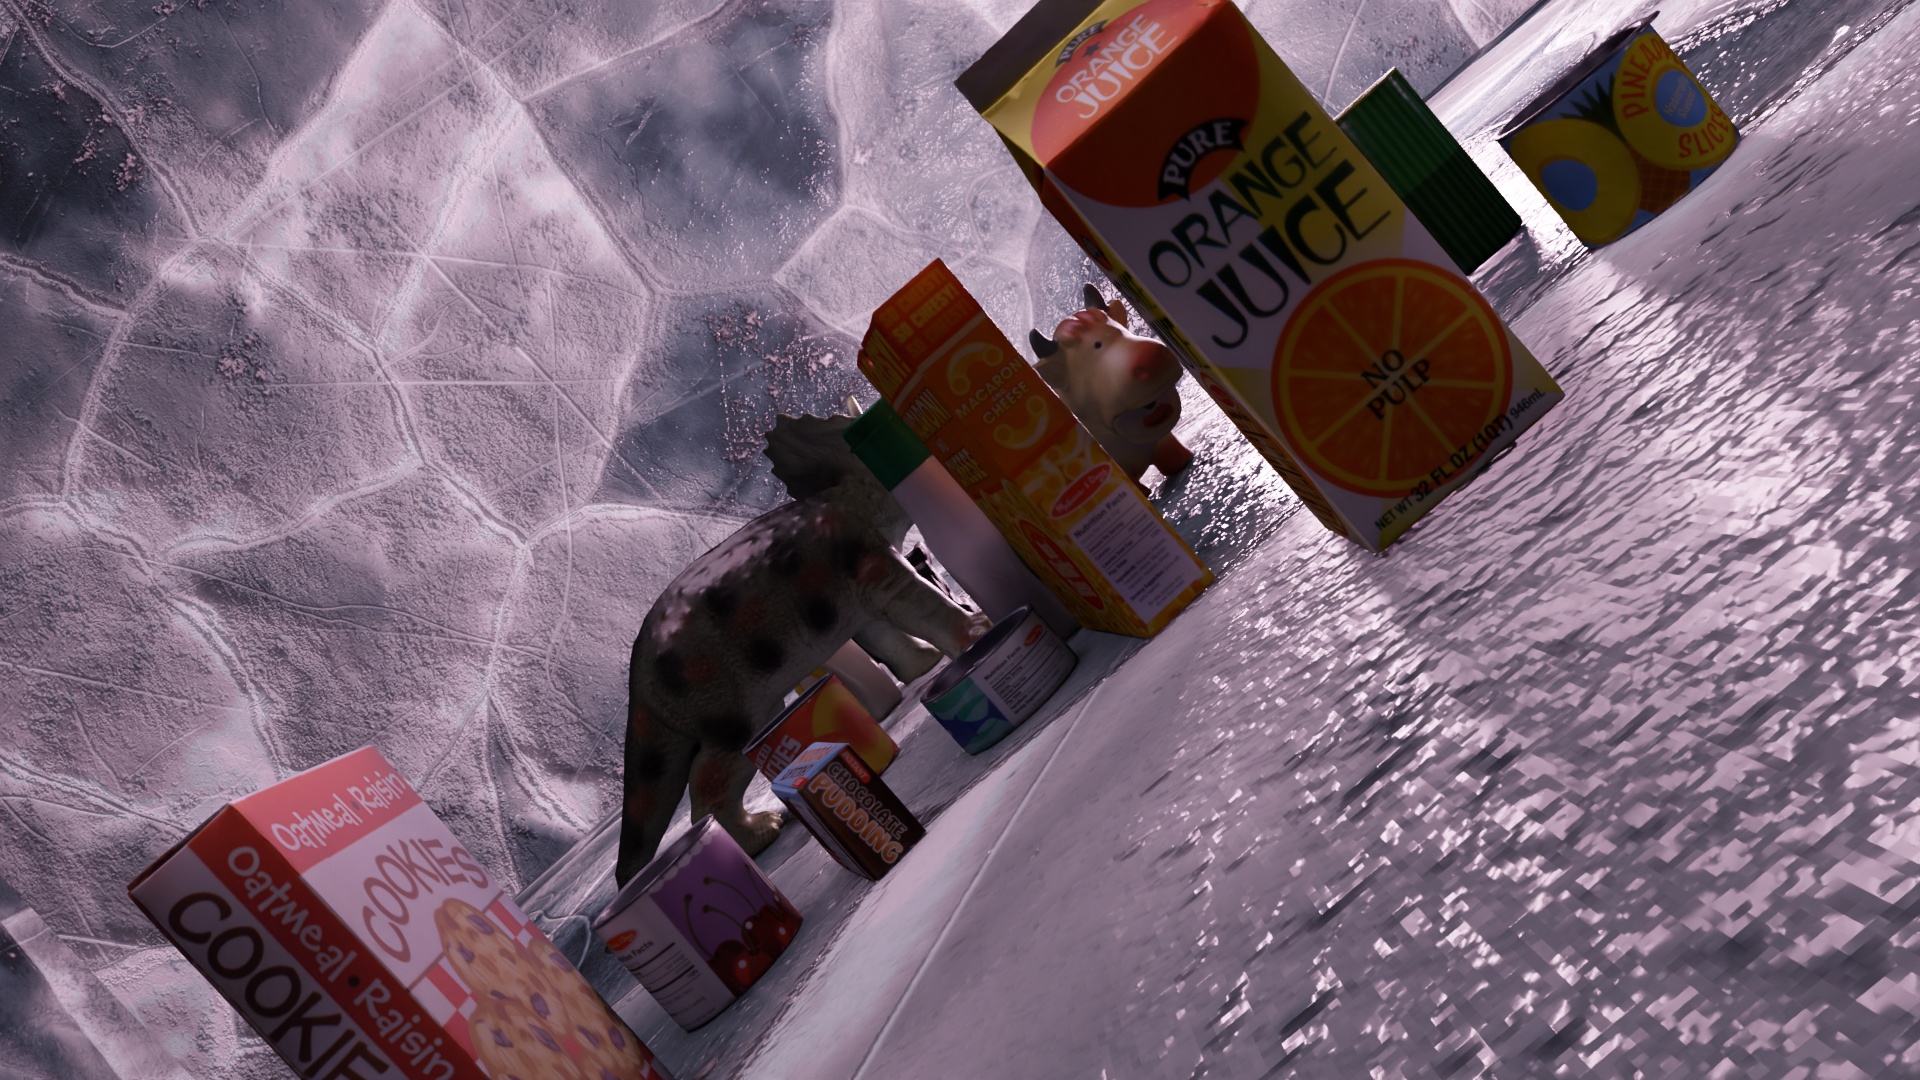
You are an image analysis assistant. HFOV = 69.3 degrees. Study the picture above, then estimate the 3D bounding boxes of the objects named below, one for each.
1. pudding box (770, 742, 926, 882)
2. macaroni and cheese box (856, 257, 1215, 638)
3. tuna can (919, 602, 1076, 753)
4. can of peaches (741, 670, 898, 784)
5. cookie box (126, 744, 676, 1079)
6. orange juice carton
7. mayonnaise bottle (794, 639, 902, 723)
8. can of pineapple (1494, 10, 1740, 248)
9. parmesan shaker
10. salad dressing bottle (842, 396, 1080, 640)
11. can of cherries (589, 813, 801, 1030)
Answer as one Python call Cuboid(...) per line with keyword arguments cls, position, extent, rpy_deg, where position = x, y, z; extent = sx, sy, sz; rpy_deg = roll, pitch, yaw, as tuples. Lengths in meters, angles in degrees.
Cuboid(cls="pudding box", position=(-0.049, 0.111, 0.576), extent=(0.030, 0.049, 0.083), rpy_deg=(-42, 3, -17))
Cuboid(cls="macaroni and cheese box", position=(0.025, -0.033, 0.595), extent=(0.040, 0.166, 0.123), rpy_deg=(-42, 3, -7))
Cuboid(cls="tuna can", position=(0.016, 0.062, 0.615), extent=(0.071, 0.033, 0.071), rpy_deg=(-41, 3, 3))
Cuboid(cls="can of peaches", position=(-0.077, 0.116, 0.761), extent=(0.071, 0.058, 0.071), rpy_deg=(-41, 3, 3))
Cuboid(cls="cookie box", position=(-0.166, 0.145, 0.440), extent=(0.040, 0.167, 0.123), rpy_deg=(-42, 3, -5))
Cuboid(cls="orange juice carton", position=(0.086, -0.092, 0.429), extent=(0.072, 0.192, 0.073), rpy_deg=(-41, 3, 6))
Cuboid(cls="mayonnaise bottle", position=(-0.108, 0.069, 0.941), extent=(0.064, 0.148, 0.041), rpy_deg=(-39, 4, 43))
Cuboid(cls="can of pineapple", position=(0.250, -0.154, 0.528), extent=(0.071, 0.058, 0.071), rpy_deg=(-41, 3, 3))
Cuboid(cls="parmesan shaker", position=(0.231, -0.182, 0.715), extent=(0.071, 0.103, 0.071), rpy_deg=(-41, 3, 3))
Cuboid(cls="salad dressing bottle", position=(0.002, -0.009, 0.688), extent=(0.044, 0.147, 0.064), rpy_deg=(-41, 3, 14))
Cuboid(cls="can of cherries", position=(-0.107, 0.156, 0.575), extent=(0.071, 0.058, 0.071), rpy_deg=(-41, 3, 3))
